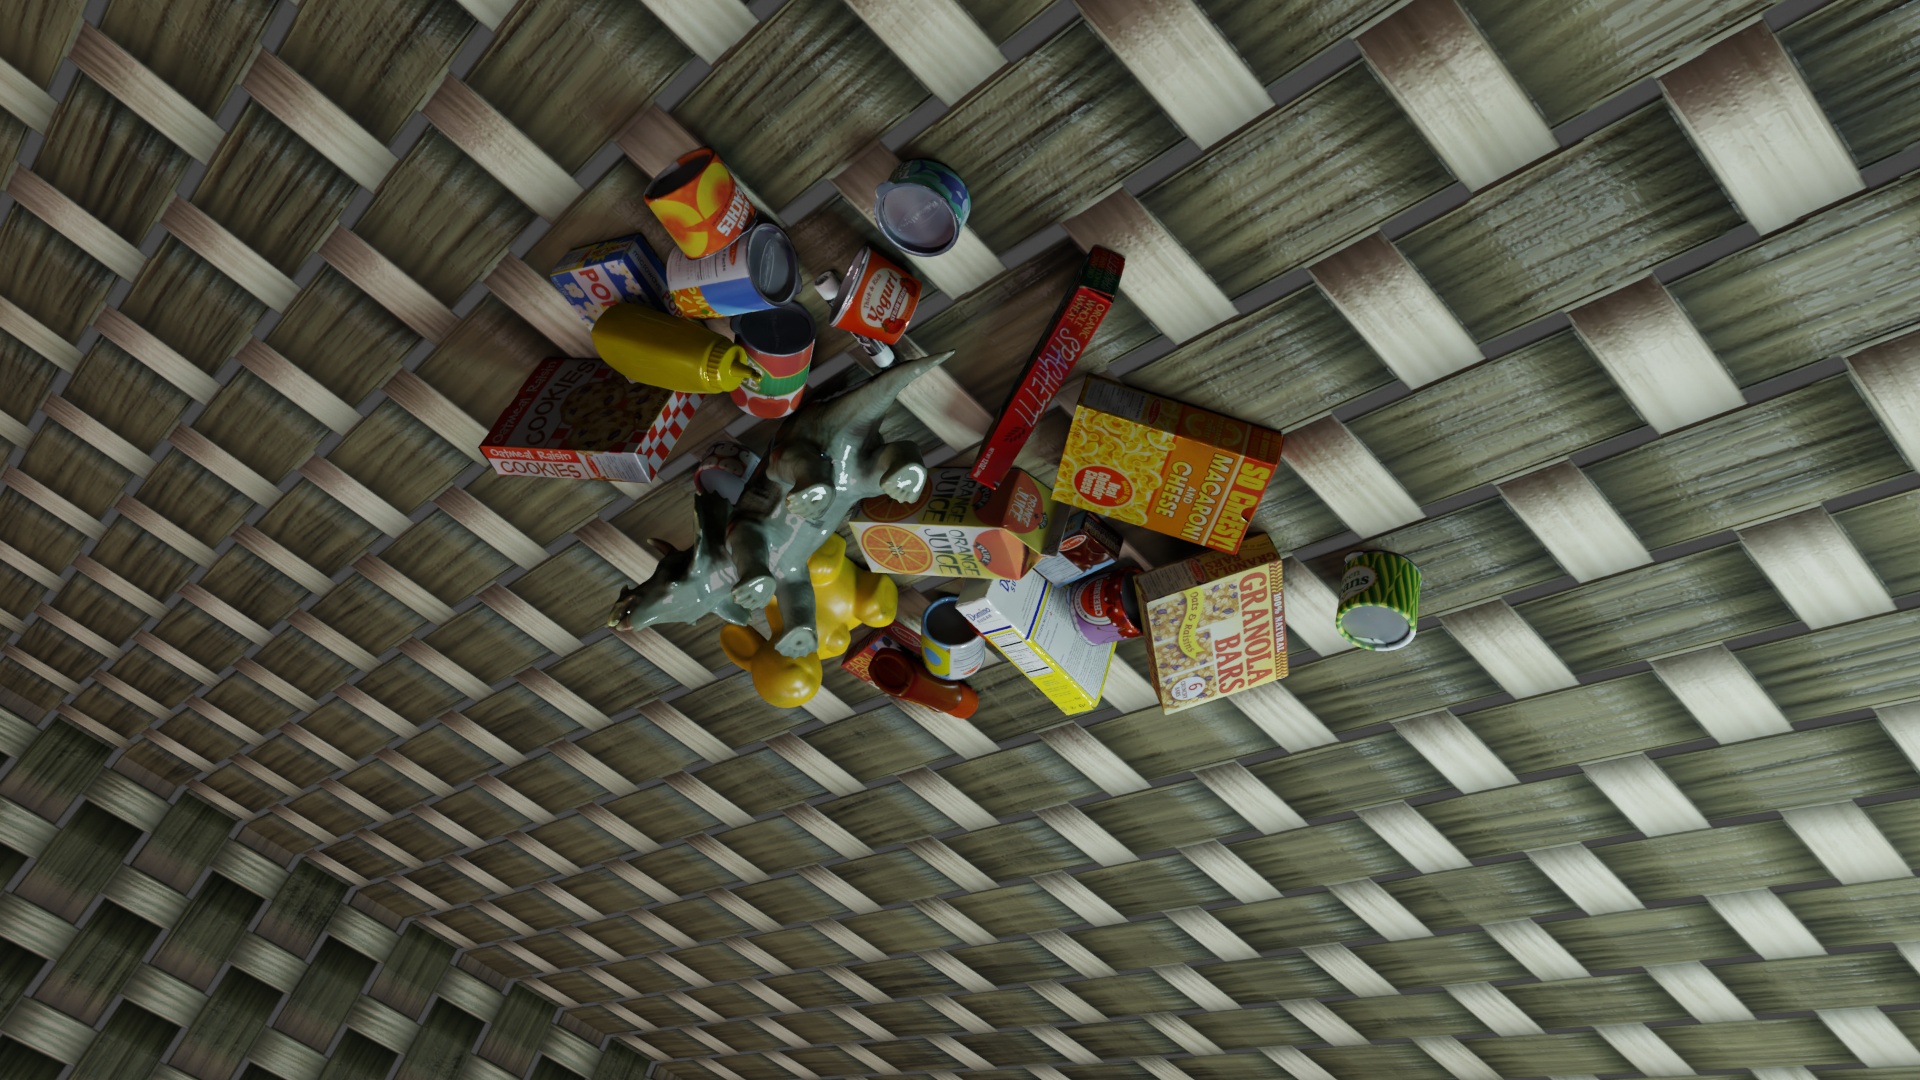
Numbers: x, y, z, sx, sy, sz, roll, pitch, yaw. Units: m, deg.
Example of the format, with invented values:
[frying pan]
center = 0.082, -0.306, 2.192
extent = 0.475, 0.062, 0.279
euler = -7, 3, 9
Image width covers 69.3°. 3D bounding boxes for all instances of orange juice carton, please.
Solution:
[orange juice carton]
center = 0.004, -0.016, 1.255
extent = 0.192, 0.072, 0.072
euler = 2, 139, 23

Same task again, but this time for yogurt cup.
[yogurt cup]
center = -0.066, -0.189, 1.088
extent = 0.054, 0.073, 0.072
euler = 23, 143, -16

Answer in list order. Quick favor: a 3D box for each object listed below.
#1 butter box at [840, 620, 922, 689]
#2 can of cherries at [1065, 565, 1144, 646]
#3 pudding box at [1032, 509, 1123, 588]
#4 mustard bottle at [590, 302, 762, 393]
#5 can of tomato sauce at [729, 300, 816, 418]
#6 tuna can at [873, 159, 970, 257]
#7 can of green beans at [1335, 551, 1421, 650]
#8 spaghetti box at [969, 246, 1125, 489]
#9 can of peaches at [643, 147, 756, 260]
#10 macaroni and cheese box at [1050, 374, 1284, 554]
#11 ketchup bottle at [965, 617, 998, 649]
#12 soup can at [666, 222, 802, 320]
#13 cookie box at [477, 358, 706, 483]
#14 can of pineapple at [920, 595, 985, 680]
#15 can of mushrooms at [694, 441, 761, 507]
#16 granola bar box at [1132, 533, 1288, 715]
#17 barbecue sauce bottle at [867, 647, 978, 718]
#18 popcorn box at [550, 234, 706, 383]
[butter box]
center = -0.083, 0.123, 1.503
extent = 0.053, 0.024, 0.103
euler = 33, 141, -16
[can of cherries]
center = 0.141, 0.060, 1.285
extent = 0.058, 0.072, 0.071
euler = -16, 129, 38
[pudding box]
center = 0.103, 0.009, 1.273
extent = 0.049, 0.030, 0.083
euler = 40, 139, -20
[mustard bottle]
center = -0.224, -0.151, 1.134
extent = 0.160, 0.049, 0.065
euler = 17, 154, 24
[can of tomato sauce]
center = -0.161, -0.153, 1.170
extent = 0.071, 0.071, 0.082
euler = 21, 143, 1
[tuna can]
center = -0.030, -0.247, 1.025
extent = 0.071, 0.033, 0.070
euler = 13, 141, 11
[can of green beans]
center = 0.356, 0.052, 1.183
extent = 0.071, 0.058, 0.071
euler = 13, 141, 11
[spaghetti box]
center = 0.065, -0.131, 1.105
extent = 0.029, 0.050, 0.248
euler = 24, 142, -6
[can of peaches]
center = -0.198, -0.258, 1.063
extent = 0.071, 0.071, 0.058
euler = -9, 132, 33
[macaroni and cheese box]
center = 0.168, -0.059, 1.151
extent = 0.166, 0.040, 0.123
euler = 18, 143, 5
[ketchup bottle]
center = 0.068, 0.102, 1.379
extent = 0.043, 0.065, 0.148
euler = -42, 124, 15
[soup can]
center = -0.181, -0.212, 1.112
extent = 0.083, 0.072, 0.071
euler = -4, 135, 30
[cookie box]
center = -0.332, -0.111, 1.256
extent = 0.167, 0.123, 0.040
euler = 4, 138, 21
[can of pineapple]
center = -0.009, 0.097, 1.403
extent = 0.071, 0.071, 0.057
euler = 14, 141, 10
[can of mushrooms]
center = -0.223, -0.061, 1.340
extent = 0.071, 0.034, 0.070
euler = 13, 142, 10
[granola bar box]
center = 0.227, 0.077, 1.246
extent = 0.124, 0.039, 0.164
euler = -18, 136, -1
[barbecue sauce bottle]
center = -0.033, 0.155, 1.461
extent = 0.065, 0.043, 0.148
euler = 33, -179, 37
[popcorn box]
center = -0.280, -0.198, 1.197
extent = 0.085, 0.038, 0.126
euler = -6, 135, 30
